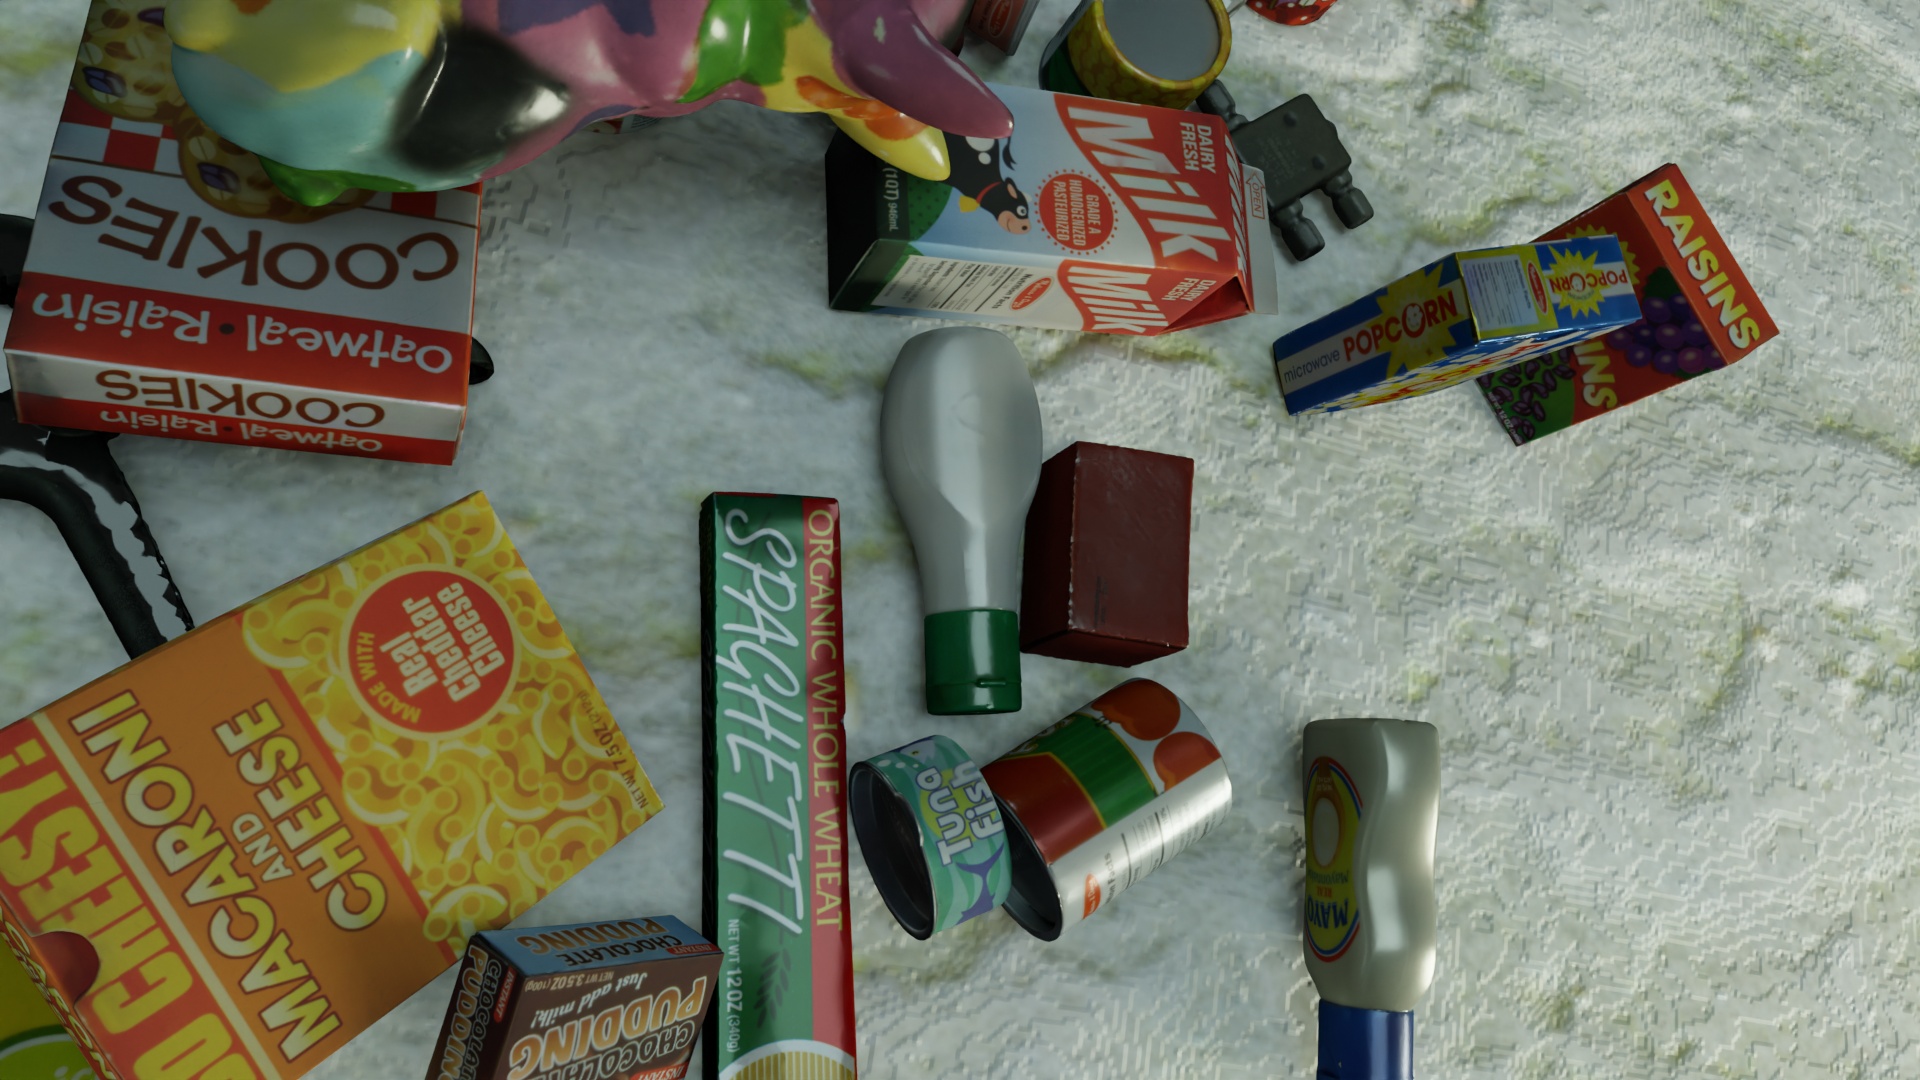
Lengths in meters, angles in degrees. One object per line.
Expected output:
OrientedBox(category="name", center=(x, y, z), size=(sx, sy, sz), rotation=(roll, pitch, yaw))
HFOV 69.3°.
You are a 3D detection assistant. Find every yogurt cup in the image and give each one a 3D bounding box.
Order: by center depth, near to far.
OrientedBox(category="yogurt cup", center=(0.013, -0.249, 0.590), size=(0.054, 0.072, 0.072), rotation=(25, 70, -5))

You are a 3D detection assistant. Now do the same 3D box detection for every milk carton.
OrientedBox(category="milk carton", center=(0.045, -0.132, 0.568), size=(0.191, 0.073, 0.072), rotation=(2, 77, -20))

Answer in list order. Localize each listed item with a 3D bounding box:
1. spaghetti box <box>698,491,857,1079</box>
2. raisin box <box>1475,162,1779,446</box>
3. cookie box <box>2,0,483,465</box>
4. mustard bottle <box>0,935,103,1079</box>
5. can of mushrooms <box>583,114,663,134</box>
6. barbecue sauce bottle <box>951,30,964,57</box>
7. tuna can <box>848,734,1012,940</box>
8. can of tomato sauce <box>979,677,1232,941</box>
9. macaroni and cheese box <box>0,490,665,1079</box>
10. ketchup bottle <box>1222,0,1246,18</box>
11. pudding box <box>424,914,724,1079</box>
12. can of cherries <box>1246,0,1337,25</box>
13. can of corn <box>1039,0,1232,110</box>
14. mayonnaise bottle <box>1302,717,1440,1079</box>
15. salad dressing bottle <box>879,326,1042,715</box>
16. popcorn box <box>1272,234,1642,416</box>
OrientedBox(category="spaghetti box", center=(-0.066, 0.104, 0.495), size=(0.050, 0.028, 0.250), rotation=(2, 77, -21))
OrientedBox(category="raisin box", center=(0.283, -0.101, 0.622), size=(0.040, 0.123, 0.086), rotation=(-29, 89, -23))
OrientedBox(category="cookie box", center=(-0.224, -0.110, 0.457), size=(0.123, 0.040, 0.168), rotation=(6, 60, -23))
OrientedBox(category="mustard bottle", center=(-0.256, 0.146, 0.403), size=(0.065, 0.048, 0.160), rotation=(5, 76, -24))
OrientedBox(category="can of mushrooms", center=(-0.138, -0.195, 0.537), size=(0.071, 0.033, 0.071), rotation=(4, 77, -19))
OrientedBox(category="barbecue sauce bottle", center=(-0.068, -0.241, 0.568), size=(0.065, 0.043, 0.148), rotation=(-42, 93, -13))
OrientedBox(category="tuna can", center=(-0.011, 0.103, 0.493), size=(0.033, 0.071, 0.071), rotation=(-17, 84, -24))
OrientedBox(category="can of tomato sauce", center=(0.048, 0.097, 0.520), size=(0.083, 0.071, 0.071), rotation=(-27, 88, -24))
OrientedBox(category="macaroni and cheese box", center=(-0.189, 0.076, 0.415), size=(0.167, 0.040, 0.123), rotation=(-36, 102, -40))
OrientedBox(category="ketchup bottle", center=(0.071, -0.293, 0.632), size=(0.065, 0.043, 0.149), rotation=(-43, 95, -24))
OrientedBox(category="pudding box", center=(-0.119, 0.149, 0.436), size=(0.084, 0.030, 0.049), rotation=(16, 94, -54))
OrientedBox(category="can of cherries", center=(0.168, -0.286, 0.659), size=(0.071, 0.058, 0.071), rotation=(5, 75, -20))
OrientedBox(category="can of corn", center=(0.078, -0.210, 0.607), size=(0.071, 0.058, 0.071), rotation=(5, 76, -19))
OrientedBox(category="mayonnaise bottle", center=(0.162, 0.146, 0.553), size=(0.041, 0.064, 0.148), rotation=(7, 79, -15))
OrientedBox(category="salad dressing bottle", center=(0.002, -0.007, 0.539), size=(0.064, 0.044, 0.148), rotation=(2, 78, -22))
OrientedBox(category="popcorn box", center=(0.204, -0.088, 0.588), size=(0.085, 0.126, 0.038), rotation=(-10, 86, -22))
